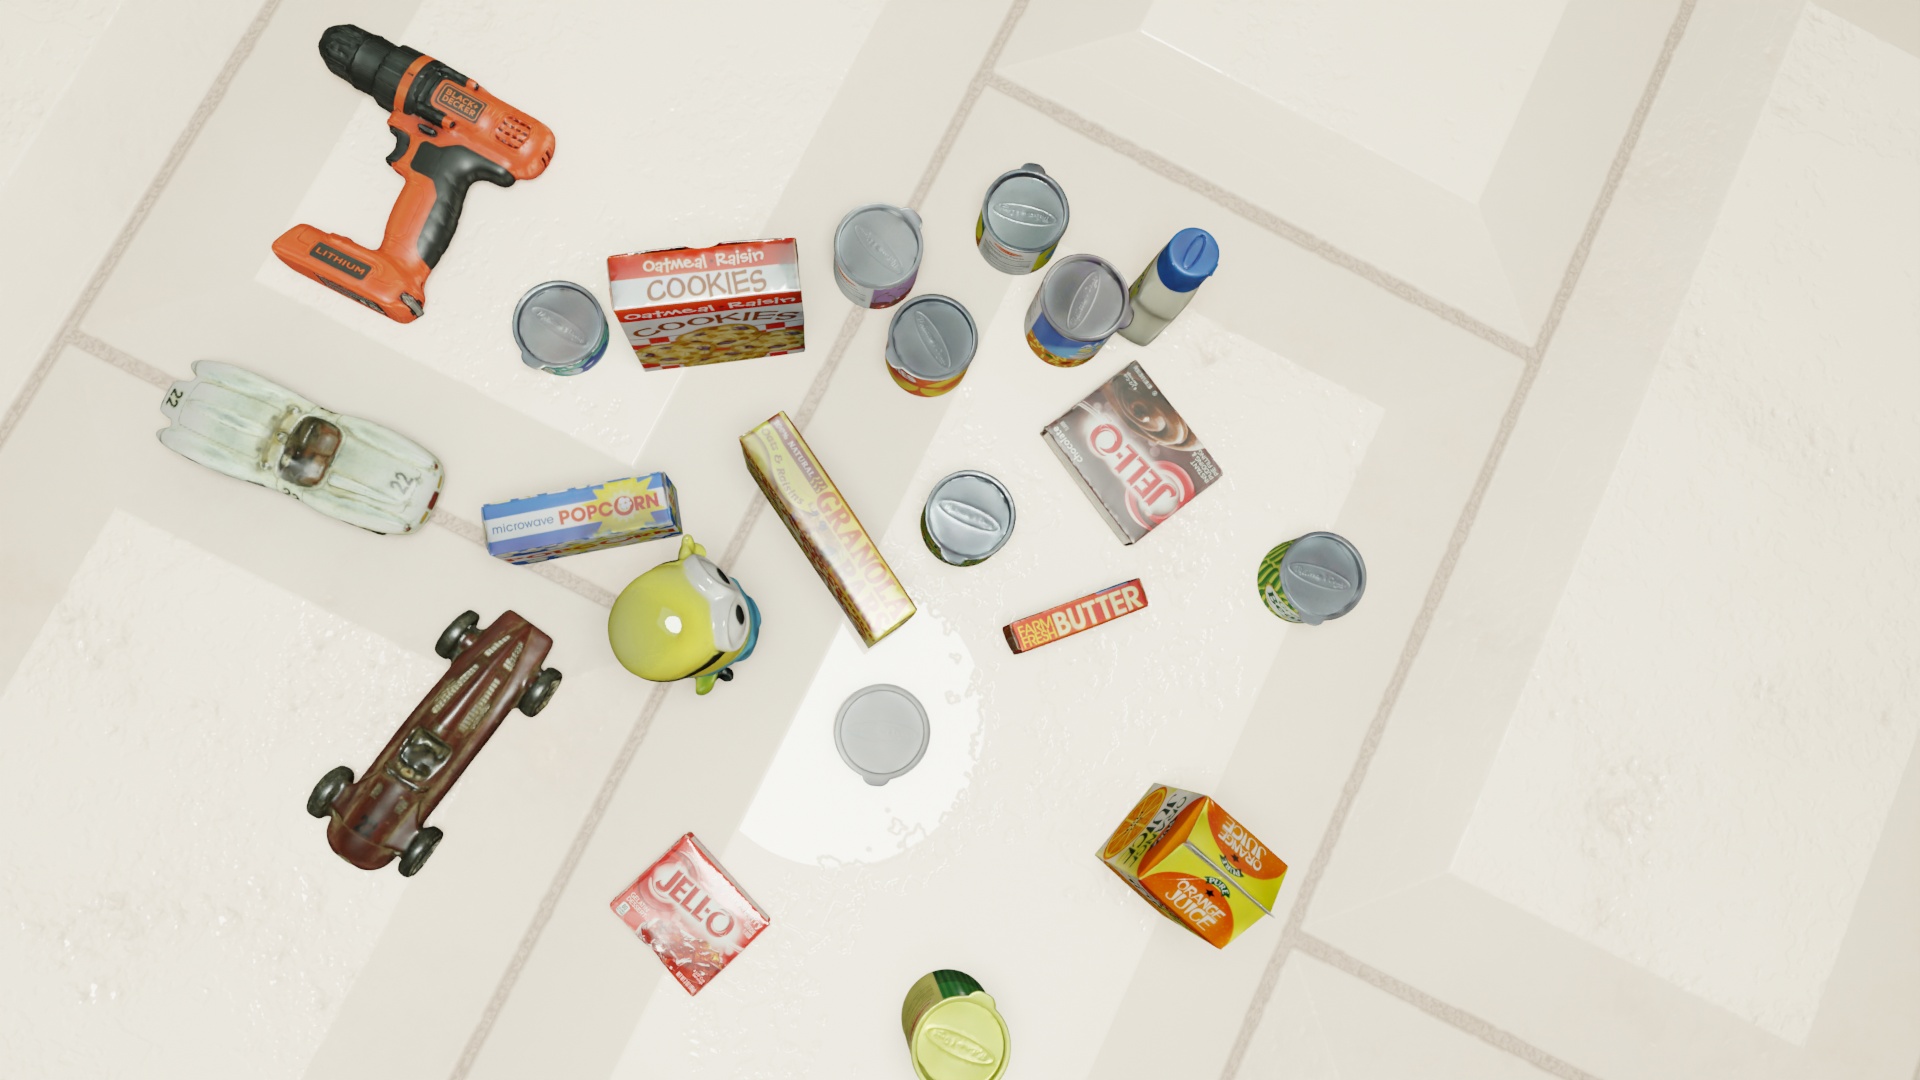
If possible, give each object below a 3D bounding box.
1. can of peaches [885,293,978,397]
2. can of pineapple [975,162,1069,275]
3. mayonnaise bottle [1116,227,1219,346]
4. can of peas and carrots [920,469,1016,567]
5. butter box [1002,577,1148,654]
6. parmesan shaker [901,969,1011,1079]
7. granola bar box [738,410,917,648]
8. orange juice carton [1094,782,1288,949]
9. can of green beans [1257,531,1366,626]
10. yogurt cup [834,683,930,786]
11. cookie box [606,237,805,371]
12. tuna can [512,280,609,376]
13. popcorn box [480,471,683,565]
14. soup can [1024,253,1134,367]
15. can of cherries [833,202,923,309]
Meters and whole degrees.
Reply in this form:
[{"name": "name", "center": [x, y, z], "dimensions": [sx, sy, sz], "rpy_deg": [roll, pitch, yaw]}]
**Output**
[{"name": "can of peaches", "center": [-0.025, -0.144, 1.042], "dimensions": [0.071, 0.058, 0.071], "rpy_deg": [1, 83, -6]}, {"name": "can of pineapple", "center": [0.047, -0.244, 1.062], "dimensions": [0.071, 0.058, 0.071], "rpy_deg": [1, 83, -6]}, {"name": "mayonnaise bottle", "center": [0.152, -0.189, 1.020], "dimensions": [0.041, 0.148, 0.065], "rpy_deg": [30, 81, -2]}, {"name": "can of peas and carrots", "center": [0.004, -0.013, 1.027], "dimensions": [0.071, 0.058, 0.071], "rpy_deg": [1, 83, -6]}, {"name": "butter box", "center": [0.084, 0.057, 1.029], "dimensions": [0.104, 0.053, 0.024], "rpy_deg": [-19, 86, -8]}, {"name": "parmesan shaker", "center": [-0.003, 0.336, 0.959], "dimensions": [0.071, 0.103, 0.071], "rpy_deg": [1, 83, -6]}, {"name": "granola bar box", "center": [-0.093, -0.004, 0.983], "dimensions": [0.039, 0.124, 0.165], "rpy_deg": [-34, 87, -8]}, {"name": "orange juice carton", "center": [0.158, 0.220, 0.945], "dimensions": [0.072, 0.192, 0.073], "rpy_deg": [42, 81, 0]}, {"name": "can of green beans", "center": [0.264, 0.029, 1.049], "dimensions": [0.071, 0.057, 0.071], "rpy_deg": [1, 83, -6]}, {"name": "yogurt cup", "center": [-0.057, 0.138, 1.004], "dimensions": [0.072, 0.054, 0.072], "rpy_deg": [1, 83, -6]}, {"name": "cookie box", "center": [-0.173, -0.163, 0.973], "dimensions": [0.123, 0.167, 0.040], "rpy_deg": [-8, 84, -7]}, {"name": "tuna can", "center": [-0.296, -0.154, 1.028], "dimensions": [0.071, 0.033, 0.071], "rpy_deg": [1, 83, -6]}, {"name": "popcorn box", "center": [-0.266, -0.014, 0.986], "dimensions": [0.127, 0.085, 0.038], "rpy_deg": [-11, 84, -7]}, {"name": "soup can", "center": [0.088, -0.169, 1.044], "dimensions": [0.071, 0.083, 0.071], "rpy_deg": [1, 83, -6]}, {"name": "can of cherries", "center": [-0.060, -0.214, 1.047], "dimensions": [0.071, 0.058, 0.071], "rpy_deg": [1, 83, -6]}]
